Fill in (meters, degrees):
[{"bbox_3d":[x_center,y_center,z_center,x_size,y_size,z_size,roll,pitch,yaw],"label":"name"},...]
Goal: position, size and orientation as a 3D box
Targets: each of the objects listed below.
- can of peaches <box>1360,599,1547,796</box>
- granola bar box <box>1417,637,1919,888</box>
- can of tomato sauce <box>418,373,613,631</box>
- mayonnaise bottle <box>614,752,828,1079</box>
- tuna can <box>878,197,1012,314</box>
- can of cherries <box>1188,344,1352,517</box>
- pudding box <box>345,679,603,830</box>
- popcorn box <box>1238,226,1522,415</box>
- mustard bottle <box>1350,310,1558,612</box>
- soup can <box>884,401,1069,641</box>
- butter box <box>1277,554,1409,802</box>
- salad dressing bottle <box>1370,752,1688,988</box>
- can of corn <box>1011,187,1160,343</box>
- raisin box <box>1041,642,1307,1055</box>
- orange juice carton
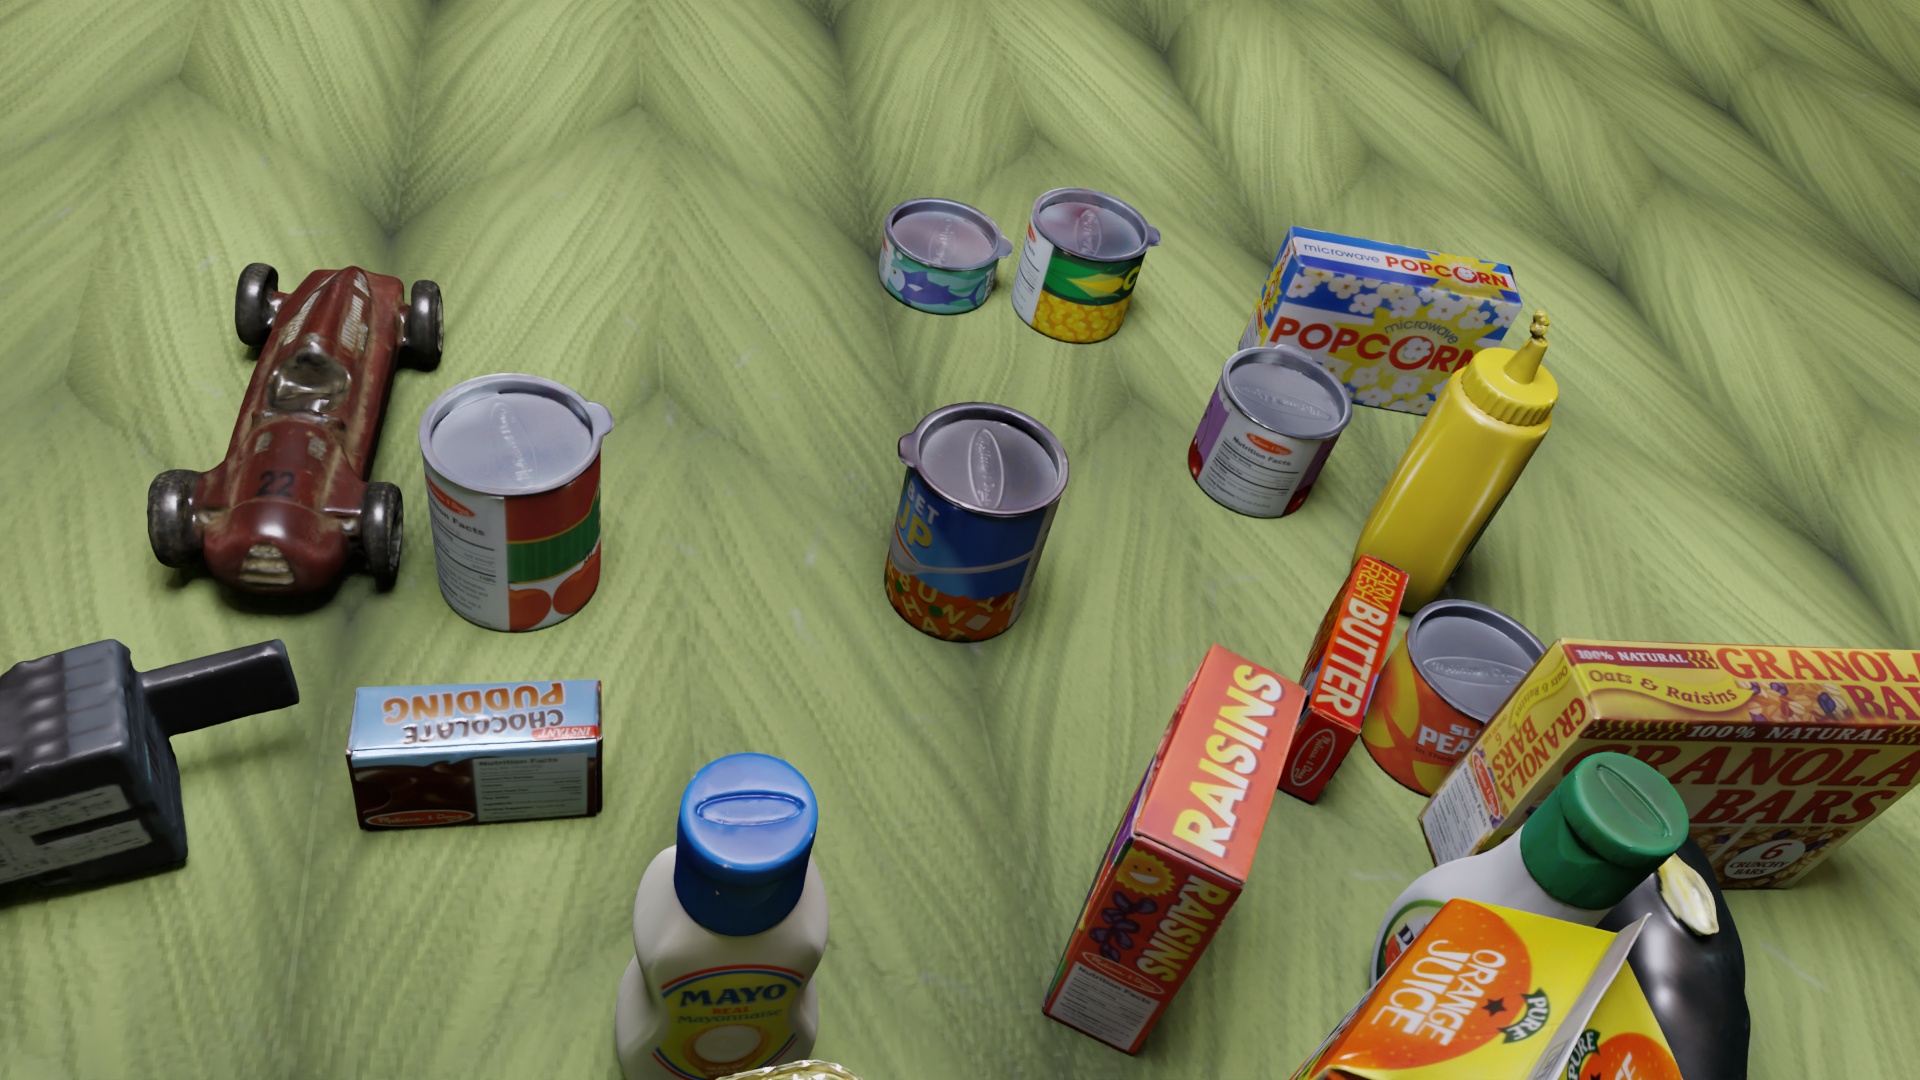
[{"bbox_3d":[0.212,0.070,0.595,0.071,0.057,0.071,8,46,-8],"label":"can of peaches"},{"bbox_3d":[0.284,0.091,0.548,0.166,0.123,0.039,3,47,-12],"label":"granola bar box"},{"bbox_3d":[-0.176,-0.015,0.555,0.071,0.082,0.071,8,46,-8],"label":"can of tomato sauce"},{"bbox_3d":[-0.069,0.119,0.412,0.065,0.147,0.041,0,48,-14],"label":"mayonnaise bottle"},{"bbox_3d":[-0.009,-0.157,0.769,0.071,0.032,0.071,8,46,-8],"label":"tuna can"},{"bbox_3d":[0.155,-0.055,0.698,0.071,0.058,0.072,8,46,-8],"label":"can of cherries"},{"bbox_3d":[-0.171,0.076,0.494,0.084,0.049,0.030,-1,48,-16],"label":"pudding box"},{"bbox_3d":[0.225,-0.117,0.756,0.127,0.084,0.038,9,46,-7],"label":"popcorn box"},{"bbox_3d":[0.229,-0.037,0.629,0.049,0.159,0.066,30,47,13],"label":"mustard bottle"},{"bbox_3d":[0.002,-0.007,0.595,0.071,0.083,0.072,8,46,-8],"label":"soup can"},{"bbox_3d":[0.163,0.057,0.598,0.024,0.052,0.104,25,46,9],"label":"butter box"},{"bbox_3d":[0.190,0.127,0.473,0.044,0.146,0.064,-18,55,-29],"label":"salad dressing bottle"},{"bbox_3d":[0.068,-0.151,0.765,0.071,0.058,0.071,8,46,-8],"label":"can of corn"},{"bbox_3d":[0.072,0.107,0.477,0.040,0.122,0.086,25,46,9],"label":"raisin box"},{"bbox_3d":[0.128,0.170,0.385,0.073,0.191,0.072,40,50,22],"label":"orange juice carton"}]
